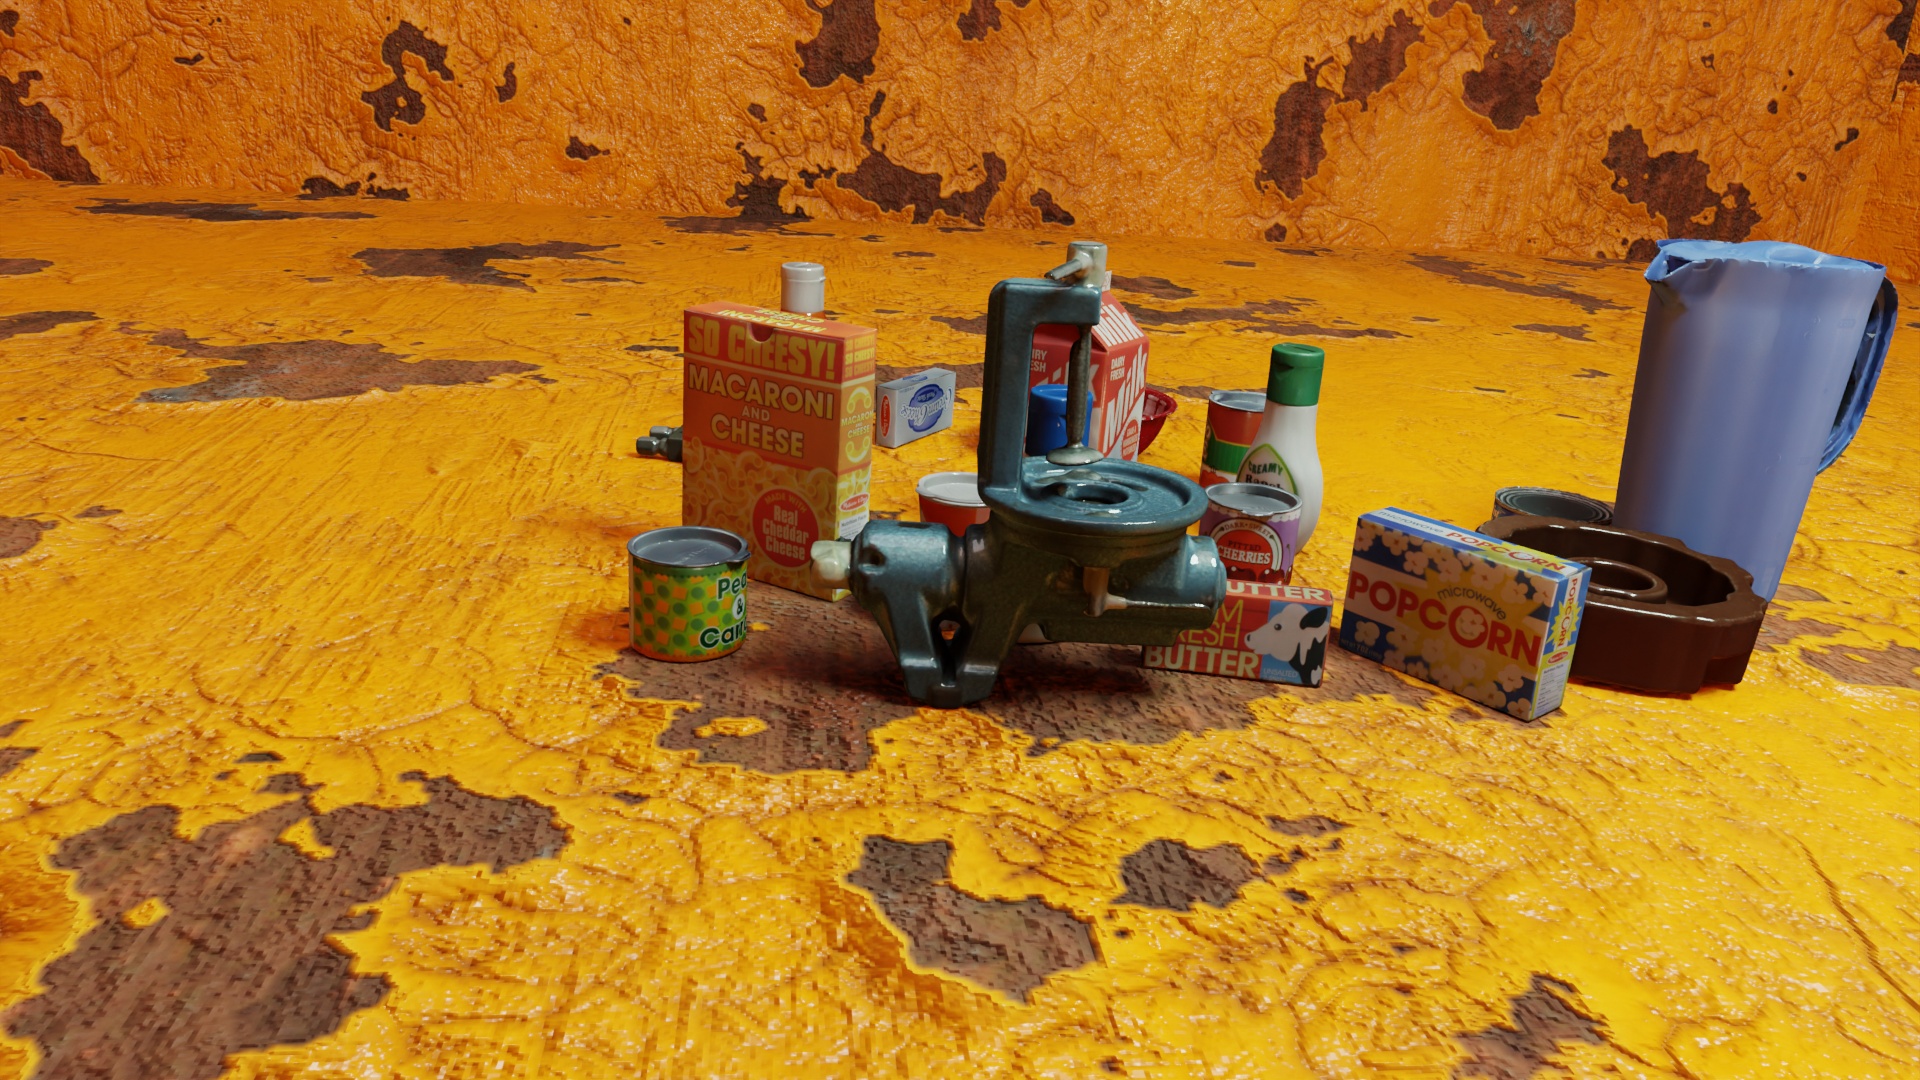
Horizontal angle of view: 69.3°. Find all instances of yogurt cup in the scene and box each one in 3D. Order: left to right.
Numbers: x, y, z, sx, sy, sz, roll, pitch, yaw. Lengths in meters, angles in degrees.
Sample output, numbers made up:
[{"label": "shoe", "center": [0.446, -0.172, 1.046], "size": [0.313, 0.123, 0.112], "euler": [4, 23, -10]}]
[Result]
[{"label": "yogurt cup", "center": [0.003, -0.012, 0.932], "size": [0.072, 0.053, 0.072], "euler": [3, 19, -1]}]

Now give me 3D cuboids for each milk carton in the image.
[{"label": "milk carton", "center": [0.079, -0.087, 0.955], "size": [0.073, 0.189, 0.072], "euler": [14, 21, 27]}]

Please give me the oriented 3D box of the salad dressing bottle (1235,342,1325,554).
[{"label": "salad dressing bottle", "center": [0.229, -0.064, 0.983], "size": [0.044, 0.147, 0.064], "euler": [-13, 25, -40]}]

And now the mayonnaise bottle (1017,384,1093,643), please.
[{"label": "mayonnaise bottle", "center": [0.052, -0.015, 0.808], "size": [0.065, 0.147, 0.041], "euler": [-4, 20, -22]}]

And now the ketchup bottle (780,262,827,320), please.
[{"label": "ketchup bottle", "center": [-0.136, -0.162, 1.192], "size": [0.043, 0.148, 0.065], "euler": [9, 19, 14]}]

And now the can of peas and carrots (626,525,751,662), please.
[{"label": "can of peas and carrots", "center": [-0.150, 0.029, 0.777], "size": [0.071, 0.058, 0.071], "euler": [3, 19, -1]}]

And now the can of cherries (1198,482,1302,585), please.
[{"label": "can of cherries", "center": [0.192, -0.002, 0.932], "size": [0.071, 0.058, 0.072], "euler": [3, 19, -1]}]

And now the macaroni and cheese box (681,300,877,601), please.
[{"label": "macaroni and cheese box", "center": [-0.116, -0.057, 0.869], "size": [0.124, 0.165, 0.040], "euler": [14, 21, 27]}]

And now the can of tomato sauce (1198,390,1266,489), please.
[{"label": "can of tomato sauce", "center": [0.223, -0.071, 1.100], "size": [0.071, 0.082, 0.071], "euler": [3, 19, -1]}]

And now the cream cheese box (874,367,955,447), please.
[{"label": "cream cheese box", "center": [-0.040, -0.118, 1.229], "size": [0.024, 0.053, 0.104], "euler": [13, 21, 26]}]

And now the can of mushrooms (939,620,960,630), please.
[{"label": "can of mushrooms", "center": [-0.018, 0.027, 0.847], "size": [0.071, 0.033, 0.071], "euler": [3, 19, -1]}]

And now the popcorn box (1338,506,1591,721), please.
[{"label": "popcorn box", "center": [0.283, 0.039, 0.793], "size": [0.038, 0.085, 0.127], "euler": [-13, 25, -40]}]

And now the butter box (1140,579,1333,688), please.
[{"label": "butter box", "center": [0.155, 0.050, 0.786], "size": [0.103, 0.053, 0.024], "euler": [6, 19, 7]}]
